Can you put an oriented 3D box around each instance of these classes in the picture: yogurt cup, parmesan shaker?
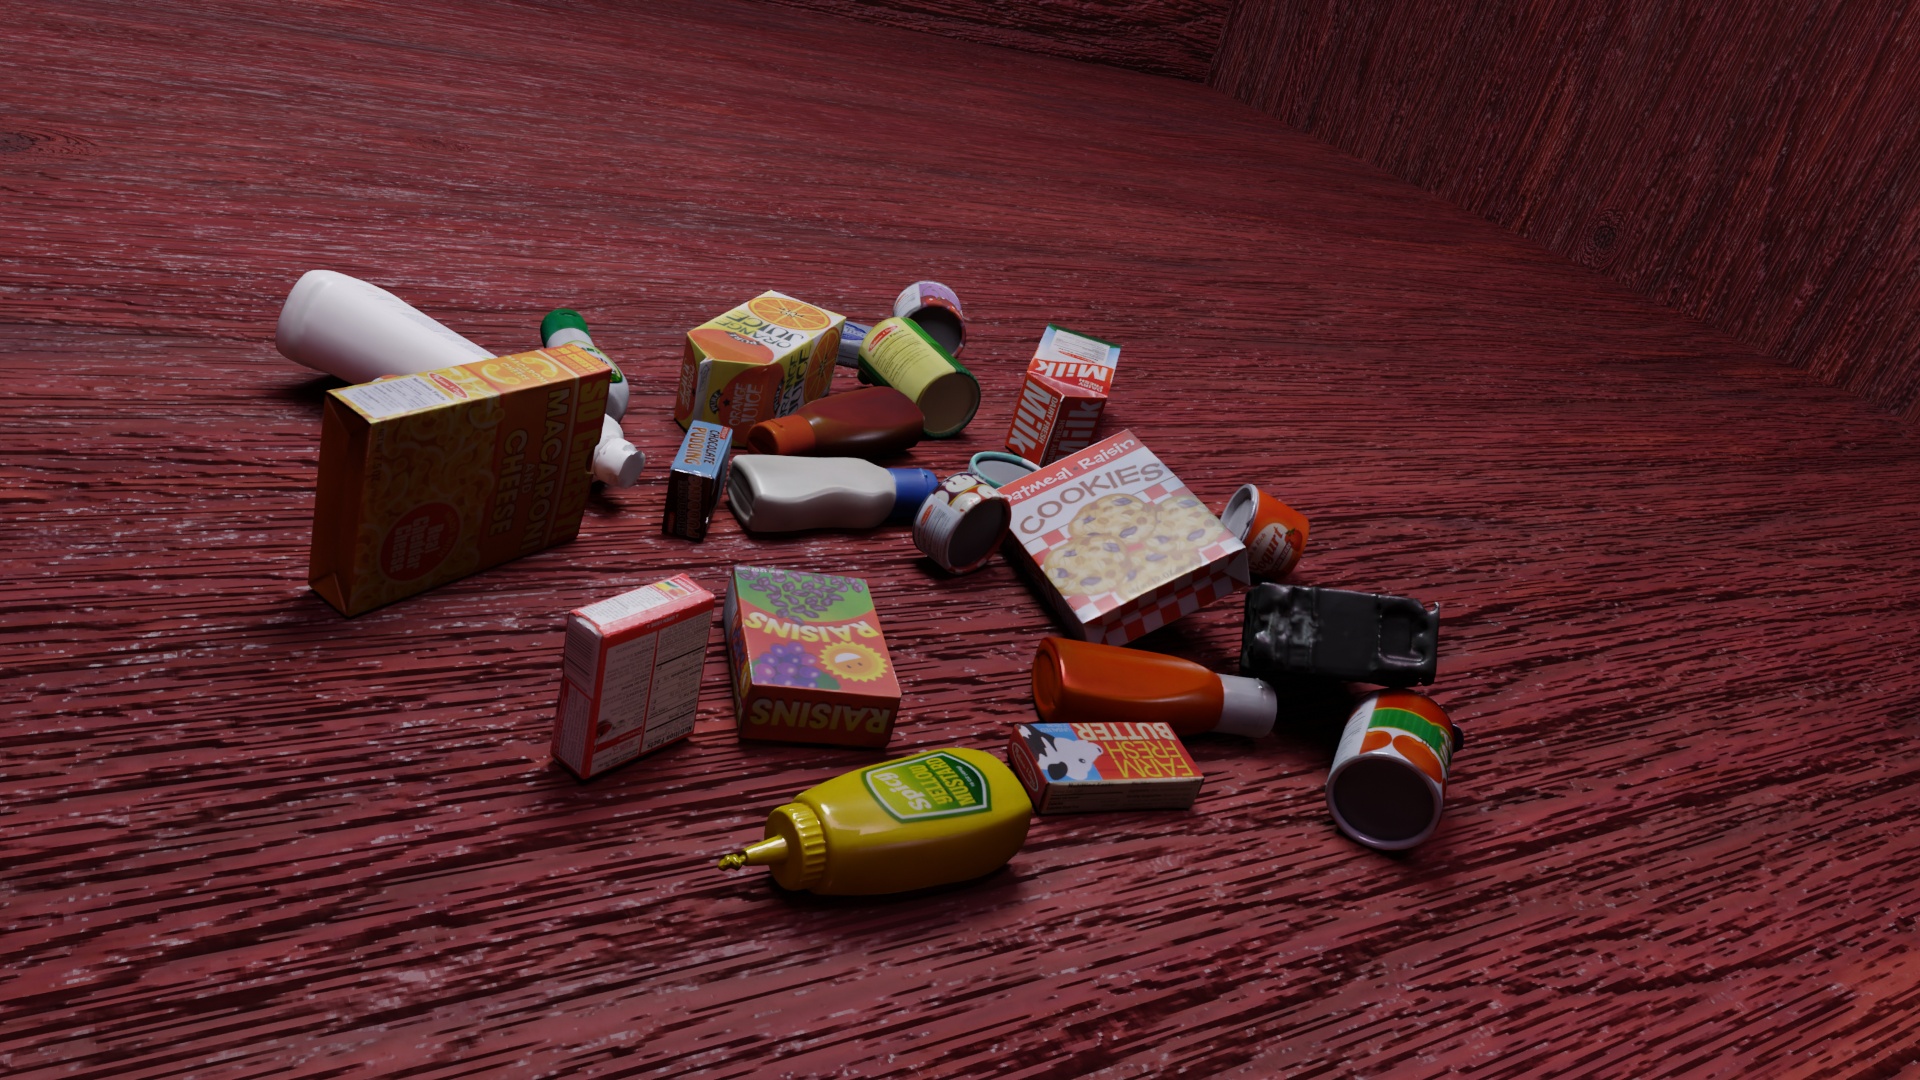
[{"bbox_3d":[0.235,-0.004,1.084,0.054,0.072,0.073,22,26,-8],"label":"yogurt cup"},{"bbox_3d":[-0.037,-0.136,1.179,0.071,0.071,0.103,-3,34,-34],"label":"parmesan shaker"}]

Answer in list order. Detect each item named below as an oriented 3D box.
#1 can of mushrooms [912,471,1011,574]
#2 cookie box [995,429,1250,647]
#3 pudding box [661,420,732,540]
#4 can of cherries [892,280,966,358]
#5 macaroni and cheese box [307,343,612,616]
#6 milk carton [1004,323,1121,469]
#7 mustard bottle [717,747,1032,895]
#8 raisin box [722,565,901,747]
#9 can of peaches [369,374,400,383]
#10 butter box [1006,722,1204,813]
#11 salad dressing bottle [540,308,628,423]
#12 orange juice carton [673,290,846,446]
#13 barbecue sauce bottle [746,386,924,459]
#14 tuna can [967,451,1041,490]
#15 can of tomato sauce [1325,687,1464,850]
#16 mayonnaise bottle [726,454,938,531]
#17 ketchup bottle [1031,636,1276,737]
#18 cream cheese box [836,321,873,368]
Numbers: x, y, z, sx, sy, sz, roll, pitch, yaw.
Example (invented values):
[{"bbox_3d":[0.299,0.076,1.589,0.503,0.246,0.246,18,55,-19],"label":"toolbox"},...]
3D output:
[{"bbox_3d":[0.003,-0.012,0.965,0.071,0.070,0.033,-14,40,-45],"label":"can of mushrooms"},{"bbox_3d":[0.106,-0.002,0.976,0.123,0.040,0.168,-24,39,-9],"label":"cookie box"},{"bbox_3d":[-0.177,-0.042,0.938,0.030,0.049,0.084,12,28,-6],"label":"pudding box"},{"bbox_3d":[-0.027,-0.202,1.302,0.071,0.071,0.058,10,28,-12],"label":"can of cherries"},{"bbox_3d":[-0.281,-0.038,0.793,0.040,0.123,0.167,32,31,22],"label":"macaroni and cheese box"},{"bbox_3d":[0.089,-0.122,1.212,0.073,0.072,0.191,18,26,3],"label":"milk carton"},{"bbox_3d":[-0.042,0.141,0.674,0.161,0.048,0.065,-5,33,-36],"label":"mustard bottle"},{"bbox_3d":[-0.089,0.066,0.799,0.086,0.040,0.124,8,27,-19],"label":"raisin box"},{"bbox_3d":[-0.342,-0.063,0.872,0.058,0.071,0.071,21,27,10],"label":"can of peaches"},{"bbox_3d":[0.083,0.129,0.793,0.104,0.024,0.053,3,31,-25],"label":"butter box"},{"bbox_3d":[-0.289,-0.129,1.044,0.064,0.043,0.148,3,30,-27],"label":"salad dressing bottle"},{"bbox_3d":[-0.164,-0.133,1.091,0.073,0.071,0.193,21,27,10],"label":"orange juice carton"},{"bbox_3d":[-0.098,-0.085,1.070,0.065,0.043,0.149,33,32,29],"label":"barbecue sauce bottle"},{"bbox_3d":[0.033,-0.040,1.069,0.071,0.032,0.071,14,27,-7],"label":"tuna can"},{"bbox_3d":[0.260,0.136,0.832,0.071,0.070,0.083,24,29,14],"label":"can of tomato sauce"},{"bbox_3d":[-0.087,-0.033,0.984,0.148,0.041,0.065,0,33,-32],"label":"mayonnaise bottle"},{"bbox_3d":[0.121,0.095,0.856,0.149,0.043,0.065,9,27,-15],"label":"ketchup bottle"},{"bbox_3d":[-0.119,-0.182,1.259,0.104,0.024,0.053,11,27,-11],"label":"cream cheese box"}]
